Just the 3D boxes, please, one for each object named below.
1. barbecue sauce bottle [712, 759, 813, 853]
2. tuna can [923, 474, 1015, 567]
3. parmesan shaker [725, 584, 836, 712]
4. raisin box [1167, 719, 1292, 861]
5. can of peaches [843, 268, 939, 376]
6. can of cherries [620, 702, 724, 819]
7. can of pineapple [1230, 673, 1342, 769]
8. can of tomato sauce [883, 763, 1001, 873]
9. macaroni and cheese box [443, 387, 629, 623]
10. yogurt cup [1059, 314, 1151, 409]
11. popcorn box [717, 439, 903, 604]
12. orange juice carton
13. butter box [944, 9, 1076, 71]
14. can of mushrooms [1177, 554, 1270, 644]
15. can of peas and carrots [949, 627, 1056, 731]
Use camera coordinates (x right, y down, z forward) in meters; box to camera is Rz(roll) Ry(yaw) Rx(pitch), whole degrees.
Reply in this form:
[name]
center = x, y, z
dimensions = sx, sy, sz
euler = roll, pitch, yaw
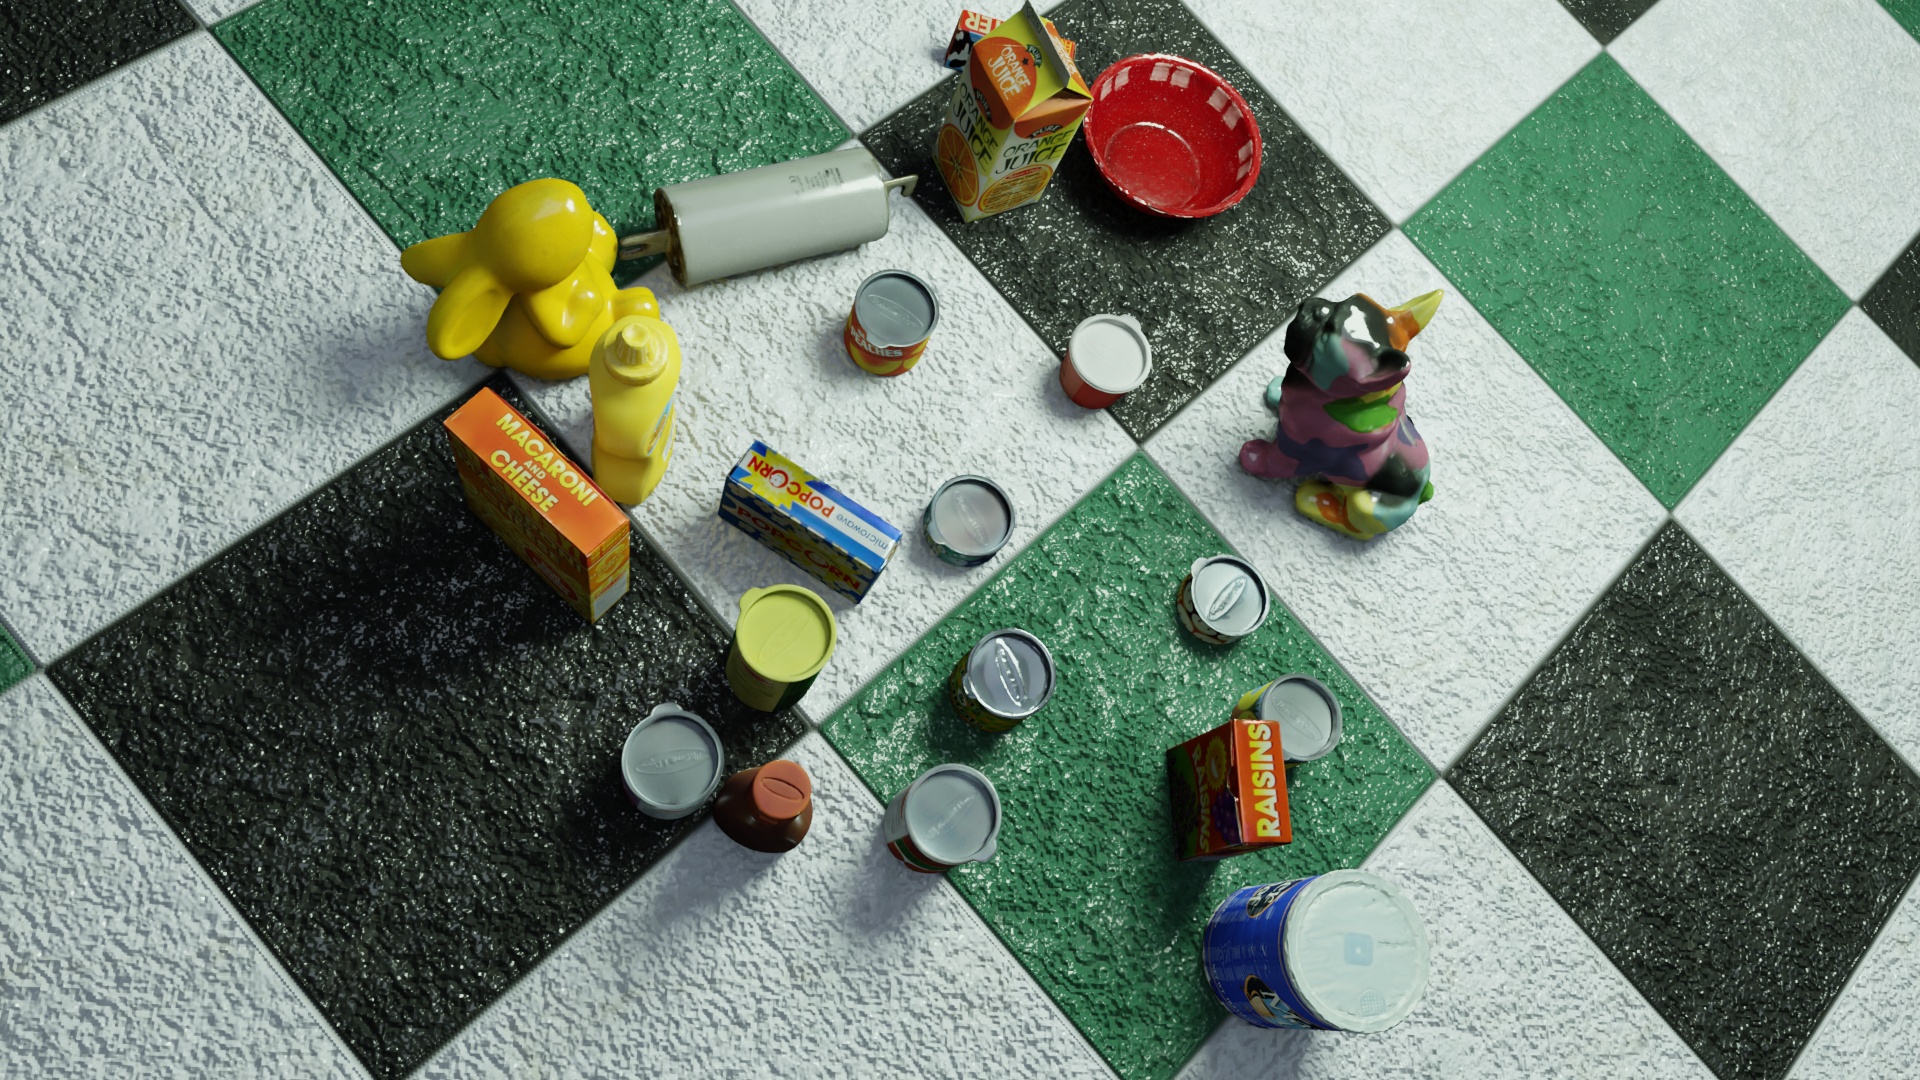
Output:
[barbecue sauce bottle]
center = -0.124, 0.172, 0.902
dimensions = 0.065, 0.148, 0.044
euler = 25, 68, -5
[tuna can]
center = 0.004, -0.013, 1.059
dimensions = 0.071, 0.032, 0.071
euler = 4, 71, -13
[parmesan shaker]
center = -0.128, 0.074, 0.958
dimensions = 0.071, 0.102, 0.071
euler = 4, 71, -13
[raisin box]
center = 0.189, 0.180, 0.992
dimensions = 0.040, 0.123, 0.086
euler = 3, 72, -13
[can of peaches]
center = -0.056, -0.167, 1.082
dimensions = 0.071, 0.058, 0.071
euler = 4, 71, -13
[can of cherries]
center = -0.195, 0.150, 0.940
dimensions = 0.071, 0.058, 0.071
euler = 4, 71, -13
[can of pineapple]
center = 0.245, 0.140, 1.055
dimensions = 0.071, 0.057, 0.071
euler = 4, 71, -13
[can of tomato sauce]
center = -0.012, 0.194, 0.958
dimensions = 0.071, 0.082, 0.071
euler = 4, 71, -13
[macaroni and cheese box]
center = -0.275, -0.019, 0.918
dimensions = 0.124, 0.166, 0.040
euler = 43, 68, 2
[yogurt cup]
center = 0.113, -0.140, 1.118
dimensions = 0.072, 0.053, 0.072
euler = 4, 71, -13
[popcorn box]
center = -0.109, -0.011, 1.001
dimensions = 0.127, 0.085, 0.038
euler = 33, 68, -2
[orange juice carton]
center = 0.042, -0.335, 1.091
dimensions = 0.073, 0.192, 0.072
euler = -22, 79, -20
[butter box]
center = 0.043, -0.418, 1.194
dimensions = 0.103, 0.053, 0.024
euler = 13, 70, -10
[can of mushrooms]
center = 0.204, 0.045, 1.090
dimensions = 0.071, 0.033, 0.071
euler = 4, 71, -13
[can of peas and carrots]
center = 0.028, 0.103, 1.012
dimensions = 0.071, 0.058, 0.071
euler = 4, 71, -13
